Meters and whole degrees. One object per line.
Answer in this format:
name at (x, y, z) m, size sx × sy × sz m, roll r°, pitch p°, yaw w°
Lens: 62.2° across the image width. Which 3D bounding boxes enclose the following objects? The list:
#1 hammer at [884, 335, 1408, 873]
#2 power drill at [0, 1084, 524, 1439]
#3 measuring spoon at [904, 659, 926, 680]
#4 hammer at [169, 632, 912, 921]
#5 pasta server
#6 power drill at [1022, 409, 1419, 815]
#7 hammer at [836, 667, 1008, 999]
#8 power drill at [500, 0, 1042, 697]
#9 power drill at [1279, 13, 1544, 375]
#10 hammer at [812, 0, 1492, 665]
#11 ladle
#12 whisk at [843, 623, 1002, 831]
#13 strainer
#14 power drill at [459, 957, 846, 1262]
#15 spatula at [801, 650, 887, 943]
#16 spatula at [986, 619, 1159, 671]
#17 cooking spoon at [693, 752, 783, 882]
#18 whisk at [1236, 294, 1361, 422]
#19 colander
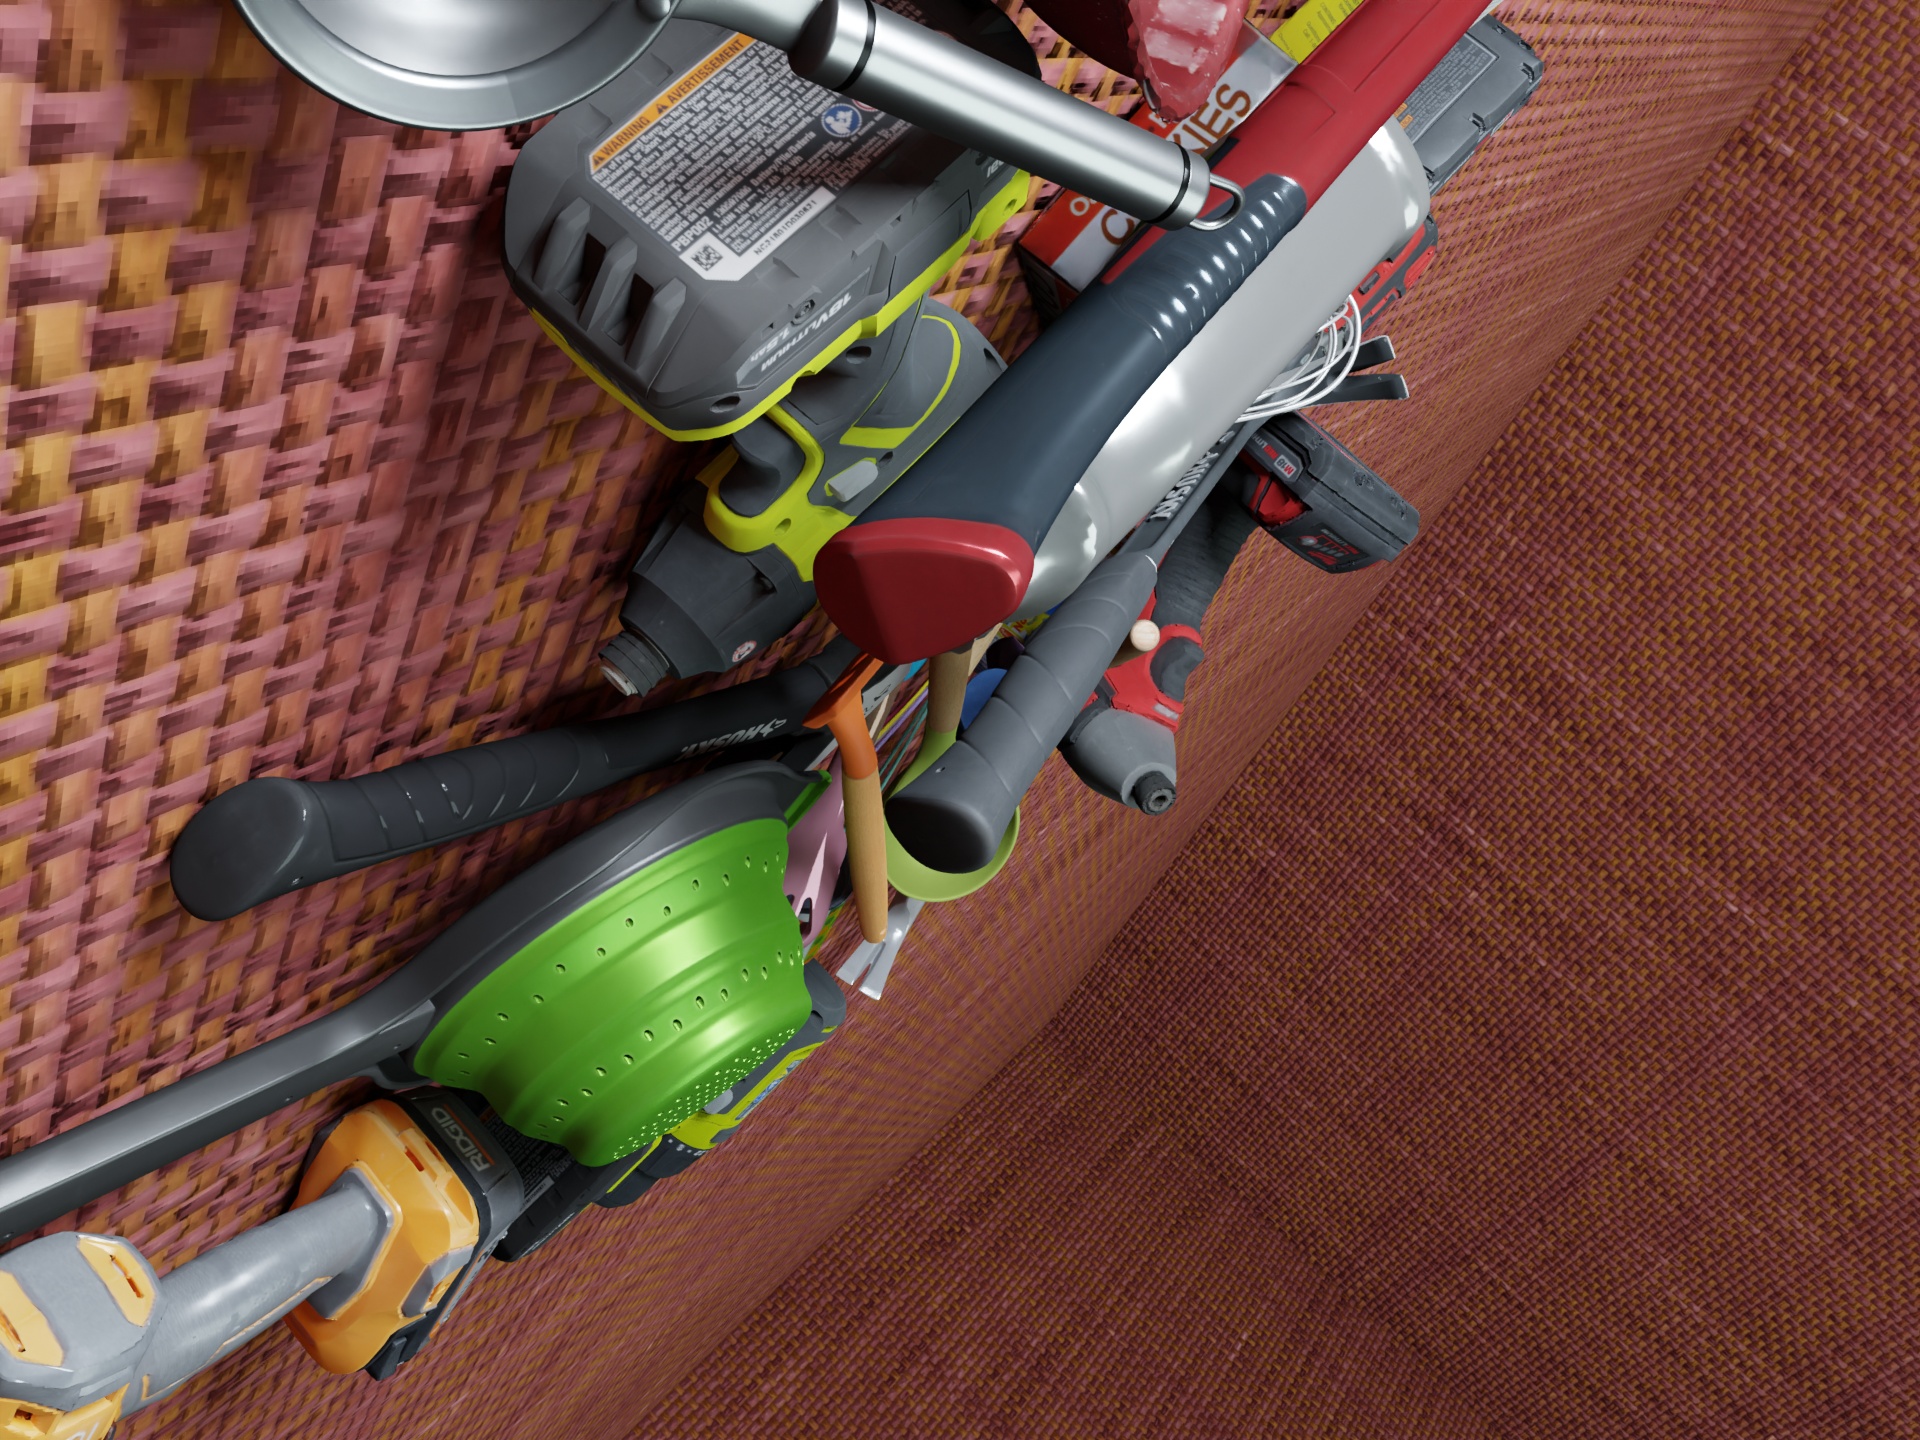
hammer at (0.074, -0.063, 0.629) m, size 0.149 × 0.036 × 0.409 m, roll -15°, pitch -158°, yaw 32°
power drill at (-0.301, 0.248, 0.621) m, size 0.185 × 0.084 × 0.226 m, roll -54°, pitch 161°, yaw 22°
measuring spoon at (-0.003, -0.075, 0.819) m, size 0.129 × 0.021 × 0.042 m, roll -54°, pitch 168°, yaw -21°
hammer at (-0.130, 0.014, 0.583) m, size 0.146 × 0.035 × 0.334 m, roll -45°, pitch 167°, yaw 29°
pasta server at (-0.042, -0.013, 0.746) m, size 0.060 × 0.040 × 0.316 m, roll 14°, pitch 111°, yaw -27°
power drill at (0.126, -0.058, 0.839) m, size 0.078 × 0.143 × 0.219 m, roll 25°, pitch 113°, yaw -35°
hammer at (-0.015, 0.070, 0.984) m, size 0.144 × 0.035 × 0.405 m, roll -58°, pitch 176°, yaw -22°
power drill at (-0.052, -0.098, 0.467) m, size 0.171 × 0.080 × 0.223 m, roll -46°, pitch 169°, yaw -16°
power drill at (0.196, -0.249, 0.837) m, size 0.188 × 0.080 × 0.226 m, roll -46°, pitch 169°, yaw -10°
hammer at (0.073, -0.157, 0.457) m, size 0.386 × 0.143 × 0.038 m, roll -50°, pitch 142°, yaw -30°
ladle at (-0.001, -0.002, 0.688) m, size 0.078 × 0.062 × 0.320 m, roll -21°, pitch 157°, yaw -14°
whisk at (-0.019, -0.013, 0.879) m, size 0.245 × 0.047 × 0.051 m, roll -57°, pitch 177°, yaw 15°
strainer at (-0.034, -0.139, 0.316) m, size 0.258 × 0.050 × 0.087 m, roll 8°, pitch 134°, yaw -38°
power drill at (-0.174, 0.207, 0.847) m, size 0.190 × 0.080 × 0.228 m, roll -45°, pitch 165°, yaw 10°
spatula at (-0.035, 0.035, 0.682) m, size 0.081 × 0.041 × 0.322 m, roll -51°, pitch 163°, yaw -24°
spatula at (0.047, -0.023, 0.780) m, size 0.018 × 0.060 × 0.316 m, roll -11°, pitch 178°, yaw -10°
cooking spoon at (-0.153, 0.108, 0.826) m, size 0.318 × 0.017 × 0.068 m, roll -55°, pitch 160°, yaw 24°
whisk at (0.054, -0.121, 0.658) m, size 0.246 × 0.059 × 0.058 m, roll -26°, pitch -176°, yaw -2°
colander at (-0.178, 0.135, 0.585) m, size 0.397 × 0.094 × 0.204 m, roll -24°, pitch 163°, yaw -48°
